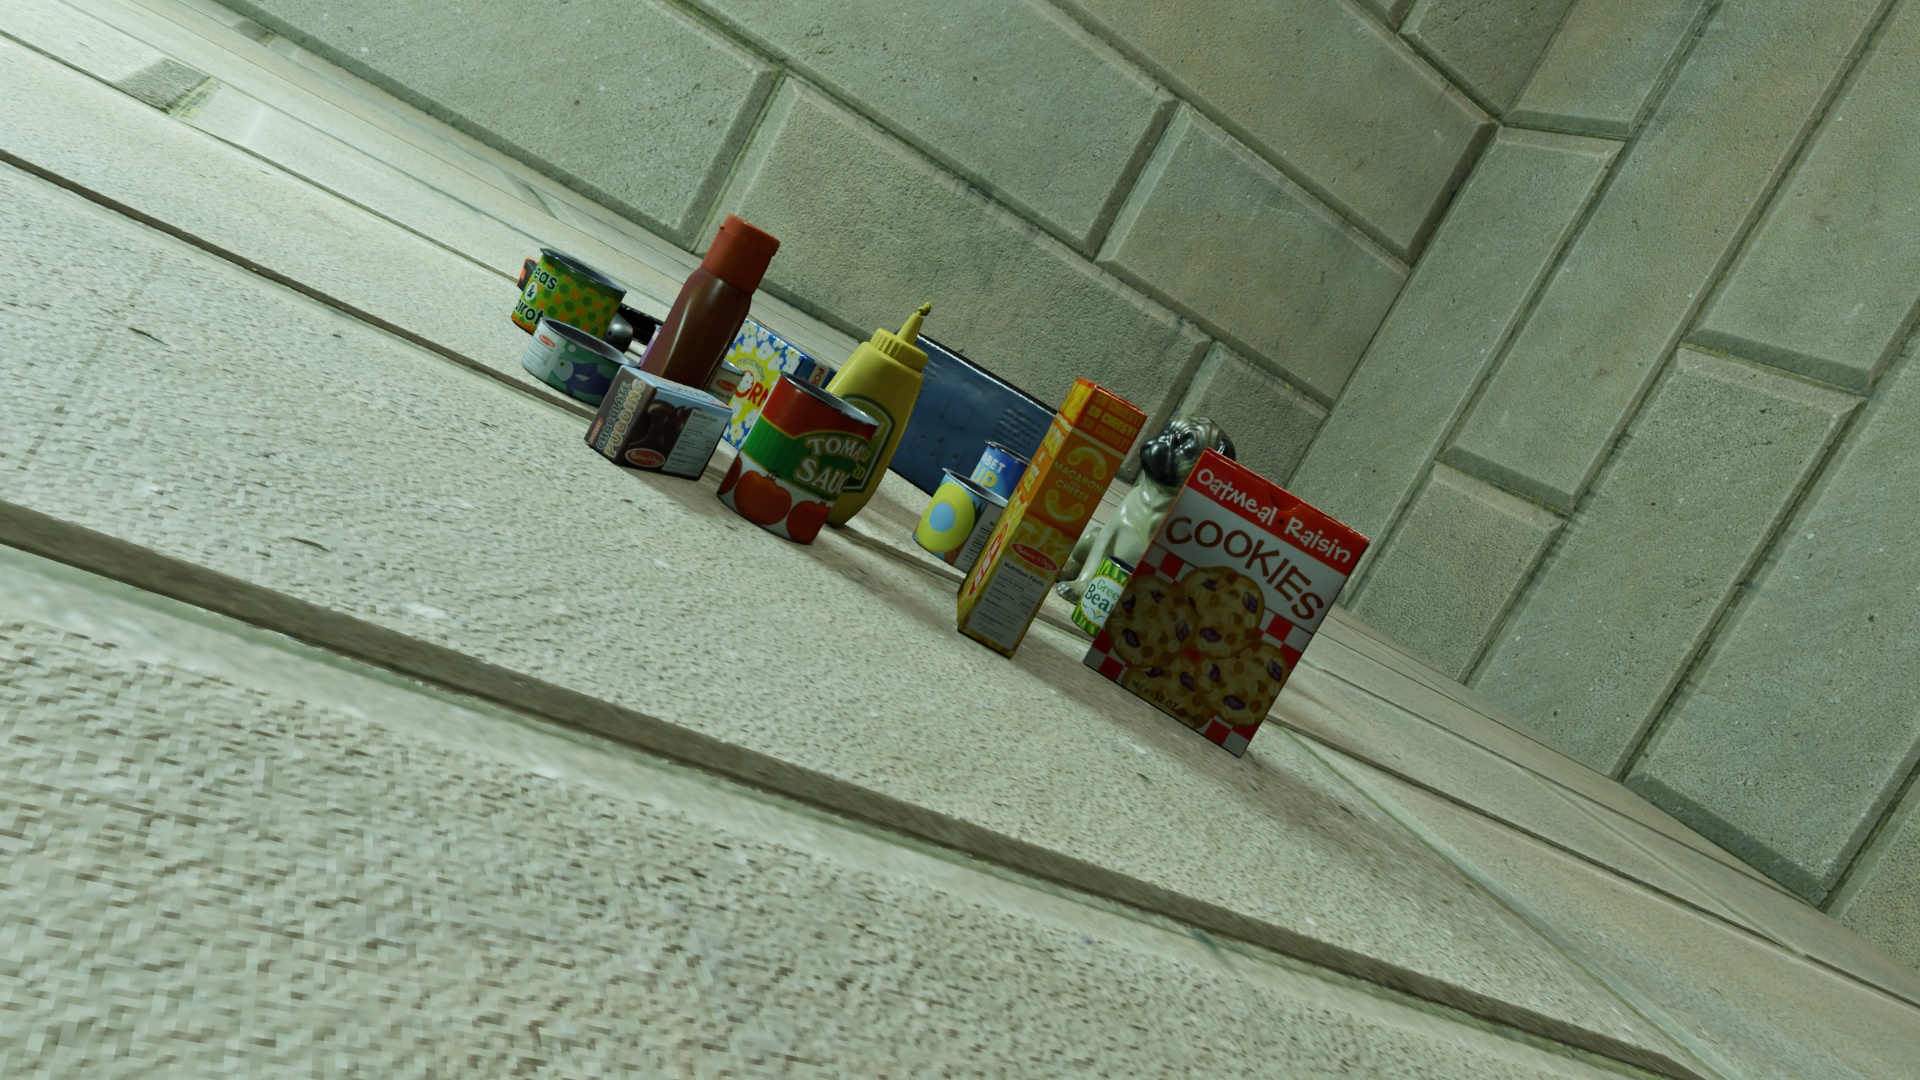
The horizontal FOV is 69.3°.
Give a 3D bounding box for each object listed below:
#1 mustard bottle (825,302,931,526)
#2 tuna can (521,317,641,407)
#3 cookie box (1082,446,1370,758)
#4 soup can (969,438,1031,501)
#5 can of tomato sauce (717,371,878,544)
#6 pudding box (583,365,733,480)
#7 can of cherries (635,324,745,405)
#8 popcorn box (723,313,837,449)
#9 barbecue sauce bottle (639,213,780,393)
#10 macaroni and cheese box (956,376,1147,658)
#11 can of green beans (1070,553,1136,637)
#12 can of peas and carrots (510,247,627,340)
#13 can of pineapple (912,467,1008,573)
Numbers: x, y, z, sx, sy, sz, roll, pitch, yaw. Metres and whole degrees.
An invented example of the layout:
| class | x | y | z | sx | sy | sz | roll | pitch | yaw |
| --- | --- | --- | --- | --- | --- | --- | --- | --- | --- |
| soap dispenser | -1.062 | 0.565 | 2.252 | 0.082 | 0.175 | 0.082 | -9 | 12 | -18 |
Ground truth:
| class | x | y | z | sx | sy | sz | roll | pitch | yaw |
| --- | --- | --- | --- | --- | --- | --- | --- | --- | --- |
| mustard bottle | -0.063 | -0.089 | 0.924 | 0.065 | 0.160 | 0.049 | 28 | 7 | -13 |
| tuna can | -0.244 | -0.113 | 0.895 | 0.071 | 0.032 | 0.071 | 29 | 8 | -4 |
| cookie box | 0.177 | 0.040 | 0.928 | 0.123 | 0.167 | 0.040 | 31 | 7 | 11 |
| soup can | 0.032 | -0.036 | 1.204 | 0.071 | 0.083 | 0.071 | 29 | 7 | -4 |
| can of tomato sauce | -0.096 | -0.048 | 0.826 | 0.071 | 0.083 | 0.071 | 29 | 7 | -4 |
| pudding box | -0.171 | -0.066 | 0.796 | 0.030 | 0.049 | 0.084 | 32 | 8 | 21 |
| can of cherries | -0.190 | -0.104 | 0.937 | 0.071 | 0.058 | 0.071 | 29 | 8 | -4 |
| popcorn box | -0.159 | -0.119 | 1.043 | 0.127 | 0.085 | 0.038 | 35 | 9 | 38 |
| barbecue sauce bottle | -0.163 | -0.129 | 0.864 | 0.043 | 0.148 | 0.065 | 27 | 8 | -22 |
| macaroni and cheese box | 0.054 | -0.019 | 0.870 | 0.040 | 0.166 | 0.124 | 29 | 7 | -5 |
| can of green beans | 0.128 | 0.051 | 1.085 | 0.071 | 0.057 | 0.071 | 29 | 8 | -4 |
| can of peas and carrots | -0.291 | -0.175 | 1.026 | 0.071 | 0.058 | 0.071 | 29 | 8 | -4 |
| can of pineapple | 0.004 | -0.013 | 1.053 | 0.071 | 0.057 | 0.071 | 29 | 8 | -4 |
